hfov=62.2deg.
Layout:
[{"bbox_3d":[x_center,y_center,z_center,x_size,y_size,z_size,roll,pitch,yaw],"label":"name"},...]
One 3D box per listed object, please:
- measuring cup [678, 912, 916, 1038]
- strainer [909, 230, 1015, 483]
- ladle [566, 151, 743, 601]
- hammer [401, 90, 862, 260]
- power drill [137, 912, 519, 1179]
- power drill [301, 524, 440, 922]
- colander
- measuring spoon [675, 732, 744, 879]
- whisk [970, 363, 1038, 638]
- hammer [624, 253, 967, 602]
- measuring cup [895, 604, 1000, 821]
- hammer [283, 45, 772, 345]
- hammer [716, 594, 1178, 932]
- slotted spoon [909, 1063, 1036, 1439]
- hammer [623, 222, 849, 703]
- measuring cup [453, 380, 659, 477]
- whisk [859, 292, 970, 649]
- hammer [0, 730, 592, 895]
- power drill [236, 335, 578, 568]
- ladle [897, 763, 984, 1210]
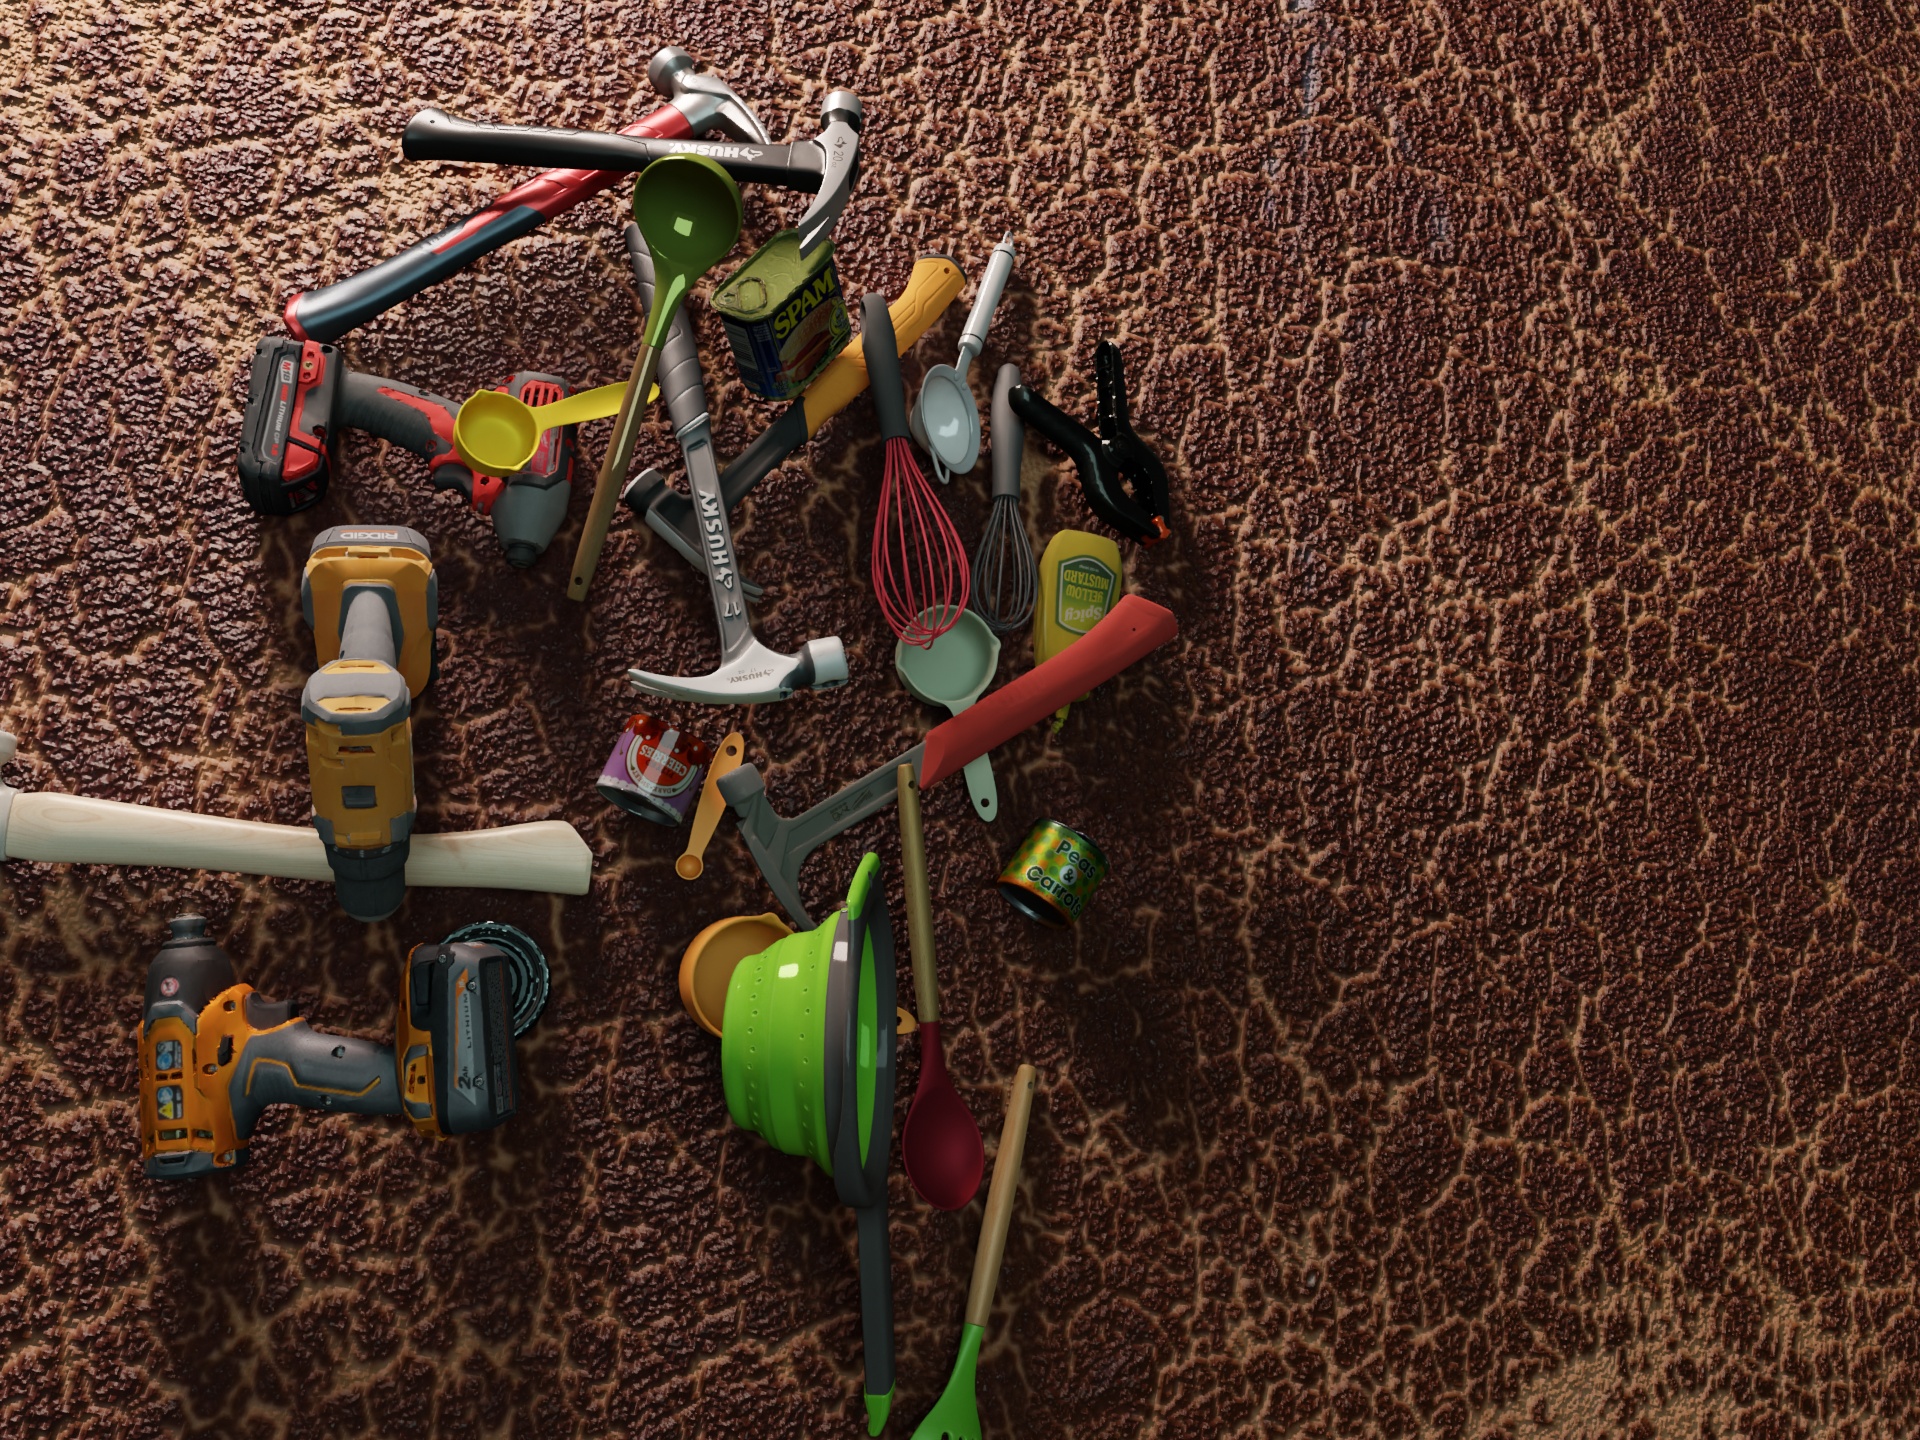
[{"bbox_3d":[-0.116,0.193,1.127,0.173,0.052,0.095,21,77,-24],"label":"measuring cup"},{"bbox_3d":[0.005,-0.294,1.279,0.086,0.050,0.259,45,55,-46],"label":"strainer"},{"bbox_3d":[-0.226,-0.237,1.112,0.078,0.062,0.320,18,92,-1],"label":"ladle"},{"bbox_3d":[-0.244,-0.416,1.177,0.335,0.035,0.146,4,61,0],"label":"hammer"},{"bbox_3d":[-0.406,0.195,1.008,0.226,0.084,0.164,-6,83,-1],"label":"power drill"},{"bbox_3d":[-0.381,0.001,1.029,0.084,0.185,0.226,-1,39,-16],"label":"power drill"},{"bbox_3d":[-0.096,0.287,1.044,0.094,0.204,0.397,-1,102,5],"label":"colander"},{"bbox_3d":[-0.182,0.062,1.161,0.021,0.011,0.117,21,69,-9],"label":"measuring spoon"},{"bbox_3d":[0.035,-0.177,1.255,0.055,0.055,0.239,6,71,-13],"label":"whisk"},{"bbox_3d":[-0.103,-0.244,1.241,0.127,0.034,0.337,41,70,-2],"label":"hammer"},{"bbox_3d":[-0.002,-0.004,1.211,0.083,0.038,0.167,-13,87,-16],"label":"measuring cup"},{"bbox_3d":[-0.323,-0.374,1.197,0.386,0.038,0.143,-37,71,-18],"label":"hammer"},{"bbox_3d":[0.009,0.020,1.172,0.359,0.037,0.149,-30,93,-10],"label":"hammer"},{"bbox_3d":[0.014,0.398,1.119,0.070,0.031,0.314,29,65,-37],"label":"slotted spoon"},{"bbox_3d":[-0.198,-0.197,1.167,0.149,0.036,0.409,-11,69,-10],"label":"hammer"},{"bbox_3d":[-0.285,-0.213,1.129,0.156,0.029,0.062,-24,88,-34],"label":"measuring cup"},{"bbox_3d":[-0.045,-0.192,1.194,0.073,0.073,0.296,-5,72,-16],"label":"whisk"},{"bbox_3d":[-0.458,0.096,1.063,0.410,0.038,0.146,6,77,-14],"label":"hammer"},{"bbox_3d":[-0.387,-0.188,1.132,0.219,0.078,0.143,6,75,-17],"label":"power drill"},{"bbox_3d":[-0.025,0.188,1.131,0.069,0.031,0.315,-5,90,-37],"label":"ladle"}]
